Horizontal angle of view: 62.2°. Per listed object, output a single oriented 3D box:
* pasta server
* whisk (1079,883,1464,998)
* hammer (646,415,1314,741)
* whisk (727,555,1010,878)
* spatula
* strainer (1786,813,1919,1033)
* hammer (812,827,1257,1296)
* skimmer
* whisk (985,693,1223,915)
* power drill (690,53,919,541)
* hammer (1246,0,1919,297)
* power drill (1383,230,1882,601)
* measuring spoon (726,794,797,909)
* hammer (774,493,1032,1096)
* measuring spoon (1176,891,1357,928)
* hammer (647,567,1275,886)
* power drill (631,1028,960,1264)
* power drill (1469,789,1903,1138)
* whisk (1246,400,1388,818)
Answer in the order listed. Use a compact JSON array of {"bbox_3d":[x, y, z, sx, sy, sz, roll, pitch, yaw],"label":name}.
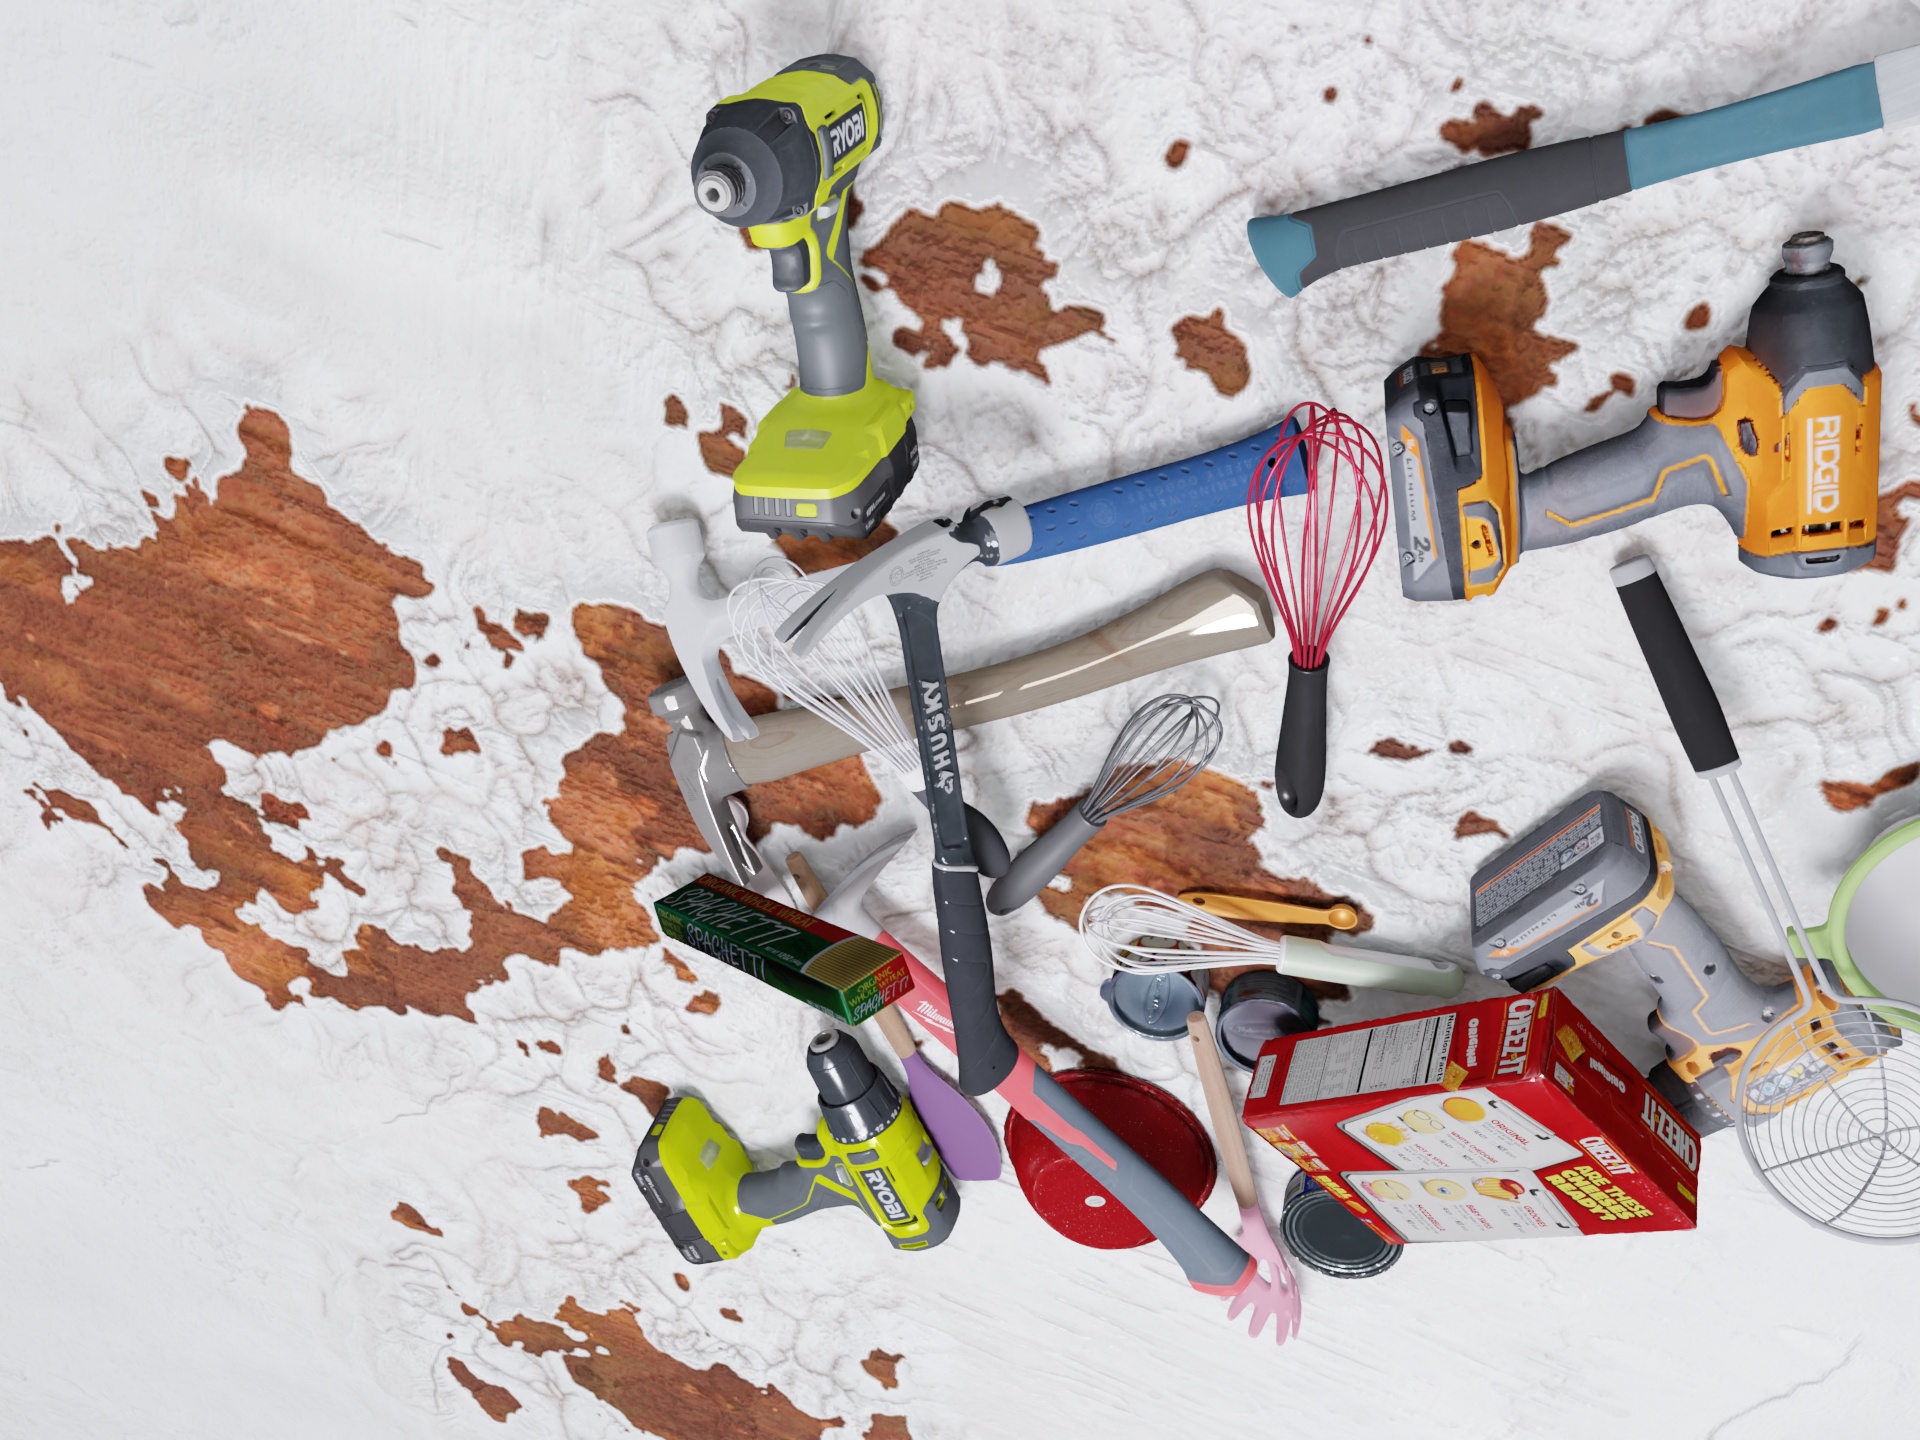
[{"bbox_3d":[0.194,0.326,1.118,0.060,0.040,0.316,5,129,33],"label":"pasta server"},{"bbox_3d":[0.198,0.148,1.020,0.246,0.058,0.059,8,102,6],"label":"whisk"},{"bbox_3d":[0.004,-0.094,0.934,0.405,0.035,0.144,-13,92,21],"label":"hammer"},{"bbox_3d":[-0.043,0.009,0.942,0.070,0.070,0.284,-16,133,26],"label":"whisk"},{"bbox_3d":[-0.048,0.224,1.168,0.060,0.018,0.315,-13,116,33],"label":"spatula"},{"bbox_3d":[0.594,0.125,0.862,0.256,0.069,0.151,33,122,-1],"label":"strainer"},{"bbox_3d":[0.058,0.243,1.086,0.386,0.038,0.143,41,111,2],"label":"hammer"},{"bbox_3d":[0.419,0.086,0.825,0.127,0.090,0.363,-24,91,28],"label":"skimmer"},{"bbox_3d":[0.085,0.059,1.013,0.055,0.055,0.239,38,129,-6],"label":"whisk"},{"bbox_3d":[-0.083,-0.214,0.831,0.080,0.171,0.223,5,124,16],"label":"power drill"},{"bbox_3d":[0.297,-0.256,0.743,0.331,0.033,0.128,-8,97,27],"label":"hammer"},{"bbox_3d":[0.329,-0.145,0.789,0.226,0.084,0.164,-5,116,17],"label":"power drill"},{"bbox_3d":[-0.146,0.099,1.132,0.034,0.018,0.124,-22,118,11],"label":"measuring spoon"},{"bbox_3d":[-0.009,0.073,0.944,0.036,0.149,0.408,37,144,47],"label":"hammer"},{"bbox_3d":[0.198,0.120,1.031,0.117,0.011,0.021,4,134,20],"label":"measuring spoon"},{"bbox_3d":[-0.002,-0.003,0.997,0.410,0.038,0.146,-15,105,24],"label":"hammer"},{"bbox_3d":[-0.133,0.333,1.227,0.228,0.080,0.190,-16,113,23],"label":"power drill"},{"bbox_3d":[0.406,0.165,0.949,0.226,0.084,0.185,36,126,-10],"label":"power drill"},{"bbox_3d":[0.194,-0.049,0.879,0.073,0.073,0.295,7,136,15],"label":"whisk"}]
